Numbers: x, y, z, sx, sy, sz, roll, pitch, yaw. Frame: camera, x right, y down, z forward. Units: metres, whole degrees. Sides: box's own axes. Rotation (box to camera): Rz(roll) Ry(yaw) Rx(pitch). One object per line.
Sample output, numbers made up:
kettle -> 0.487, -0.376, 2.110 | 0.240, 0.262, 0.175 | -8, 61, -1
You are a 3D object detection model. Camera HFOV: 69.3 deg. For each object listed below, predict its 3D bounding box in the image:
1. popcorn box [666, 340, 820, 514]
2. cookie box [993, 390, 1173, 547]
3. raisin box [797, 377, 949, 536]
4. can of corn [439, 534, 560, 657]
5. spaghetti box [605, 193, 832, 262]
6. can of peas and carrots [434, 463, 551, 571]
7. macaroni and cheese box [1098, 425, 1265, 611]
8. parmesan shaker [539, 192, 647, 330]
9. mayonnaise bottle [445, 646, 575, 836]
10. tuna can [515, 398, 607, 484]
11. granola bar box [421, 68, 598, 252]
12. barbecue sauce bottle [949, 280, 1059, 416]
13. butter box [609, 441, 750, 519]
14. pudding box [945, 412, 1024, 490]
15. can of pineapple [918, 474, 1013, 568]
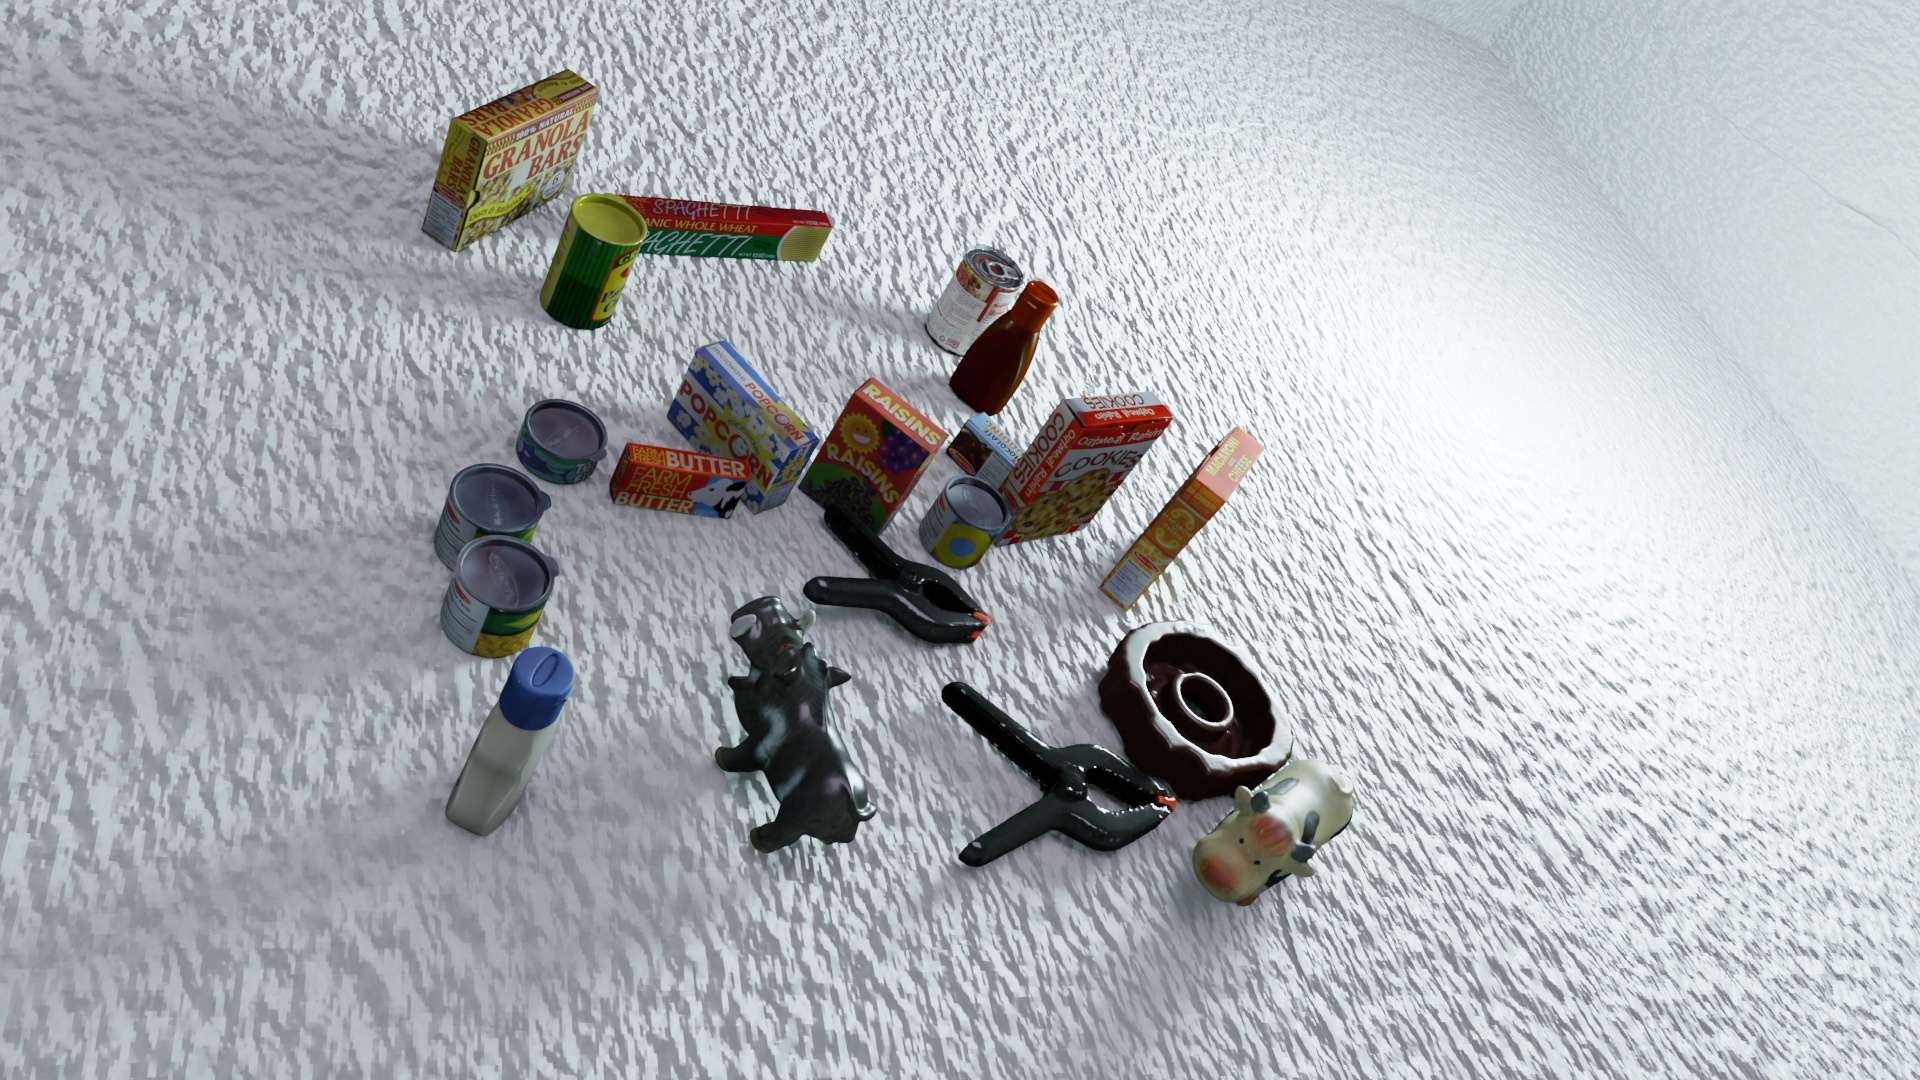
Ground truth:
popcorn box -> -0.187, -0.097, 1.183 | 0.127, 0.084, 0.038 | 47, 40, 13
cookie box -> 0.107, -0.066, 1.296 | 0.123, 0.166, 0.040 | -10, 57, -41
raisin box -> -0.076, -0.068, 1.203 | 0.086, 0.122, 0.040 | 38, 39, 3
can of corn -> -0.322, 0.039, 0.973 | 0.071, 0.058, 0.071 | 20, 42, -19
spaghetti box -> -0.244, -0.309, 1.381 | 0.251, 0.050, 0.029 | -6, 55, -39
can of peas and carrots -> -0.341, -0.013, 1.011 | 0.071, 0.058, 0.071 | 20, 42, -19
macaroni and cheese box -> 0.210, -0.021, 1.325 | 0.040, 0.165, 0.124 | 40, 39, 5
parmesan shaker -> -0.323, -0.245, 1.221 | 0.071, 0.102, 0.072 | 20, 42, -19
mayonnaise bottle -> -0.275, 0.121, 0.855 | 0.041, 0.147, 0.065 | 30, 40, -7
tuna can -> -0.318, -0.077, 1.112 | 0.071, 0.032, 0.071 | 20, 42, -18
granola bar box -> -0.401, -0.342, 1.245 | 0.039, 0.123, 0.166 | 36, 39, 0
barbecue sauce bottle -> 0.047, -0.195, 1.397 | 0.065, 0.147, 0.044 | 39, 39, 4
butter box -> -0.228, -0.048, 1.130 | 0.103, 0.052, 0.024 | 8, 47, -29
pudding box -> 0.032, -0.078, 1.347 | 0.084, 0.049, 0.030 | 45, 40, 11
can of pineapple -> 0.004, -0.016, 1.259 | 0.071, 0.057, 0.071 | 20, 42, -19
